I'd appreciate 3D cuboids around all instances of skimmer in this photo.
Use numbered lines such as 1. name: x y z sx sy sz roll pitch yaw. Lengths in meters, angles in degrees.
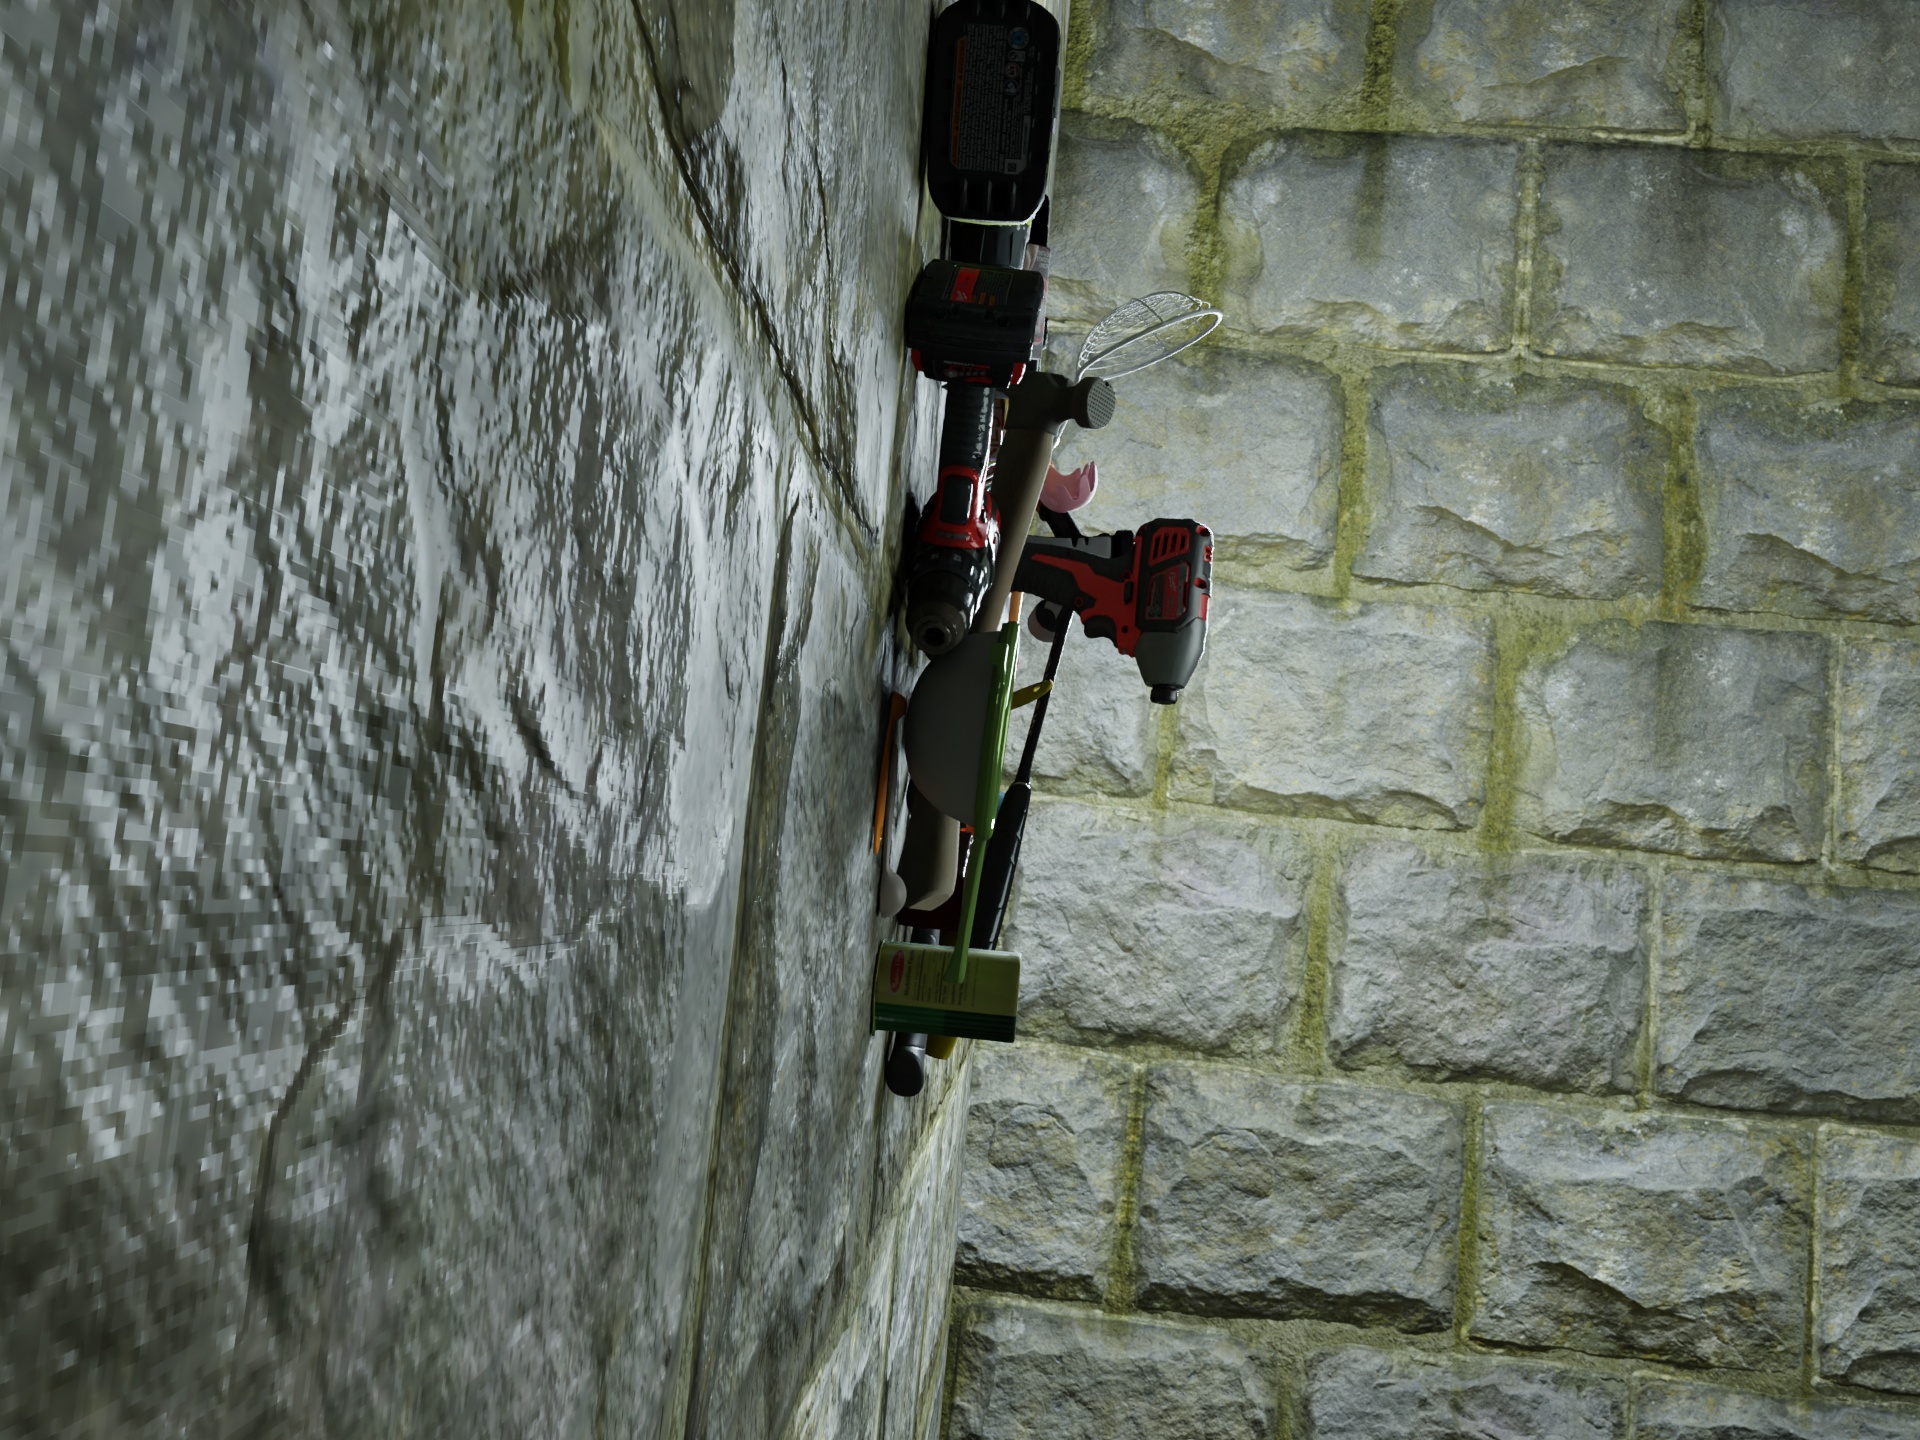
1. skimmer: 0.094 -0.198 1.332 0.363 0.090 0.127 -62 173 6

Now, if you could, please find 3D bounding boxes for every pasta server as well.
1. pasta server: 0.075 -0.256 1.539 0.316 0.060 0.040 -114 -175 -64

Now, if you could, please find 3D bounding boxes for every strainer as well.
1. strainer: -0.009 0.054 1.091 0.151 0.069 0.256 -66 165 -80

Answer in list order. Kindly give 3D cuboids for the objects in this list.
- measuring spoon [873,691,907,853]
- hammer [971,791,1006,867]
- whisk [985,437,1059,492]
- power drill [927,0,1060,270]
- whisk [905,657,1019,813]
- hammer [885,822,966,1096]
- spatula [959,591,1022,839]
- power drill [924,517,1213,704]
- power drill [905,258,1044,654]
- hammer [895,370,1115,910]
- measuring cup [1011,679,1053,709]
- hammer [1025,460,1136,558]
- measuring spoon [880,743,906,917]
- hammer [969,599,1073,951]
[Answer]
1. measuring spoon: -0.047 0.034 1.062 0.021 0.011 0.117 87 9 -65
2. hammer: 0.002 0.197 1.534 0.128 0.033 0.330 -79 -178 -54
3. whisk: 0.039 -0.225 1.396 0.245 0.047 0.051 -46 158 -58
4. power drill: 0.021 -0.375 1.085 0.228 0.080 0.190 -75 169 -84
5. whisk: -0.002 -0.004 1.352 0.296 0.073 0.073 -68 164 -57
6. hammer: -0.027 0.166 1.382 0.146 0.035 0.335 89 7 -53
7. spatula: 0.024 -0.011 1.516 0.081 0.041 0.322 -119 -145 -63
8. power drill: 0.086 -0.086 1.247 0.078 0.220 0.143 30 64 -70
9. power drill: 0.000 -0.170 1.050 0.188 0.080 0.226 -79 176 -57
10. hammer: 0.003 -0.062 1.198 0.038 0.146 0.410 16 88 -51
11. measuring cup: 0.017 -0.019 1.225 0.156 0.029 0.062 -19 -149 55
12. hammer: 0.078 -0.208 1.533 0.337 0.127 0.034 -102 -167 -67
13. measuring spoon: -0.044 0.078 1.117 0.034 0.018 0.124 -56 150 -82
14. hammer: 0.054 0.044 1.299 0.149 0.036 0.409 127 -19 -60
